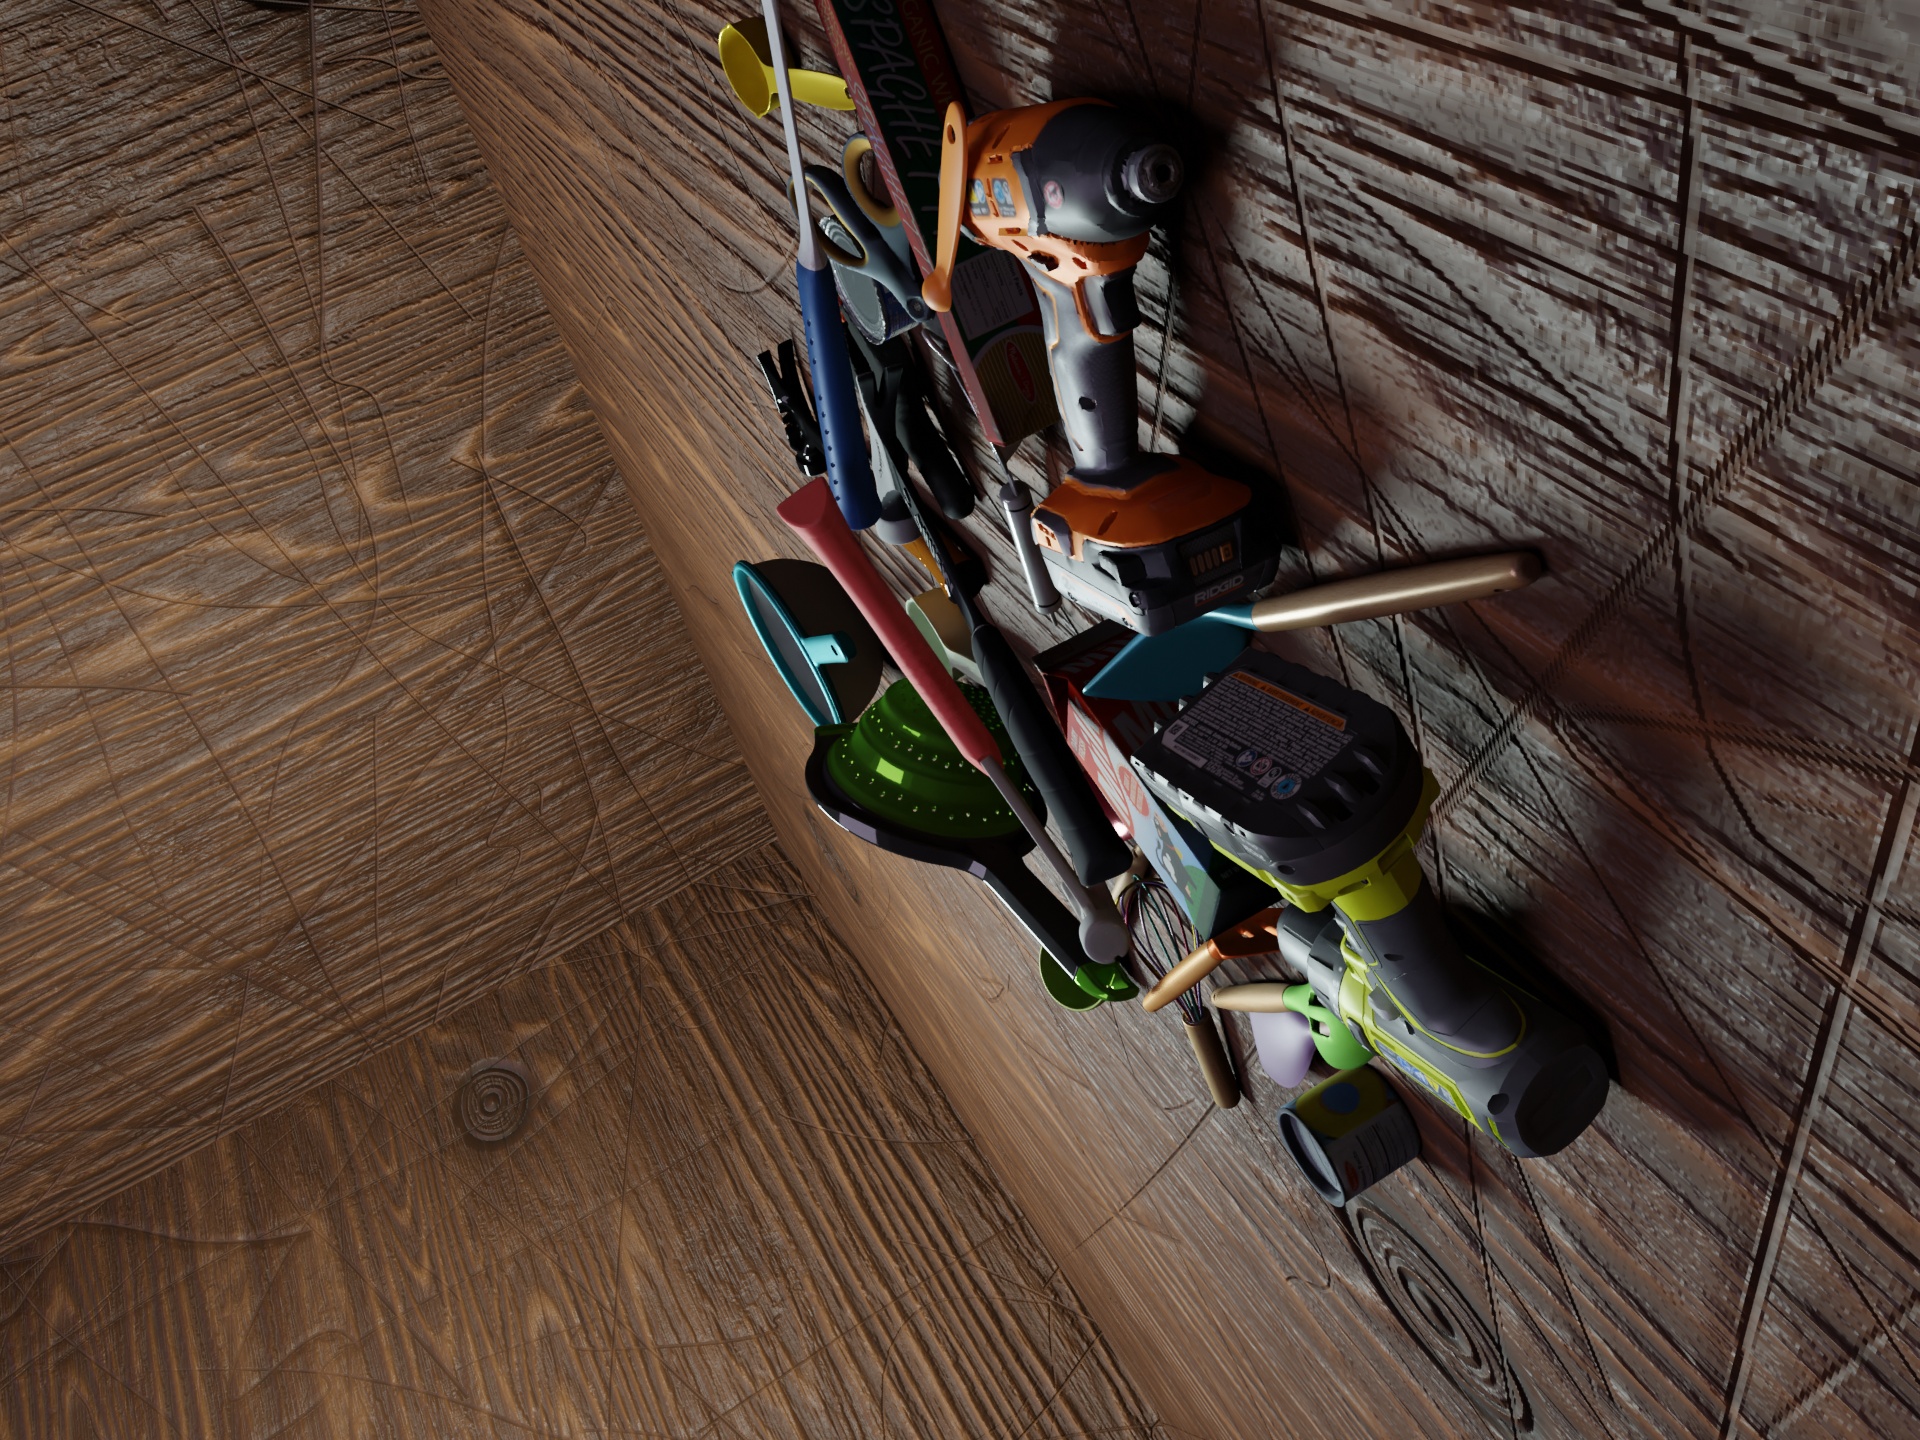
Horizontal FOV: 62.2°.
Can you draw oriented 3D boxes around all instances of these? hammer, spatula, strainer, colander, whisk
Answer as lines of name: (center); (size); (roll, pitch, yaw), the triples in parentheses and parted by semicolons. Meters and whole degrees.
hammer: (-0.002, -0.003, 1.046); (0.359, 0.036, 0.149); (55, -176, -14)
hammer: (-0.073, -0.194, 1.289); (0.337, 0.034, 0.127); (48, 163, 46)
hammer: (0.012, -0.060, 0.951); (0.149, 0.036, 0.409); (81, 168, -47)
spatula: (0.150, -0.038, 0.706); (0.317, 0.082, 0.044); (173, 99, -72)
strainer: (0.033, -0.144, 0.964); (0.258, 0.050, 0.087); (68, -179, -50)
spatula: (0.223, 0.186, 0.947); (0.315, 0.018, 0.060); (115, 144, -74)
colander: (0.024, 0.067, 1.240); (0.398, 0.204, 0.094); (44, 126, 45)
spatula: (0.158, 0.157, 0.999); (0.322, 0.081, 0.041); (108, 151, -68)
strainer: (-0.122, -0.088, 1.570); (0.211, 0.095, 0.340); (61, 166, -10)
whisk: (0.164, 0.203, 1.170); (0.051, 0.047, 0.244); (33, 153, 52)
hammer: (-0.086, -0.276, 0.904); (0.405, 0.035, 0.144); (83, 166, -49)

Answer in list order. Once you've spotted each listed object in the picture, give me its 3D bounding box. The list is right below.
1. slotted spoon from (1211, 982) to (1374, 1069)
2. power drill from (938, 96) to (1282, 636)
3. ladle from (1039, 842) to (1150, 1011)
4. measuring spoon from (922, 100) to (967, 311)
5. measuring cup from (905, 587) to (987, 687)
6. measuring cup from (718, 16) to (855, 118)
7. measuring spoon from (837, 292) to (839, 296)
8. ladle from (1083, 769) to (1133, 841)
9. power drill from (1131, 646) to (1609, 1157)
slotted spoon: (0.198, 0.174, 0.984); (0.313, 0.031, 0.070); (118, 160, -79)
power drill: (0.070, -0.158, 0.702); (0.164, 0.084, 0.226); (36, 147, 63)
ladle: (0.111, 0.158, 1.258); (0.078, 0.062, 0.320); (61, 165, 21)
measuring spoon: (-0.008, -0.227, 0.713); (0.116, 0.011, 0.021); (99, 147, -60)
measuring cup: (0.009, -0.058, 1.248); (0.168, 0.038, 0.083); (36, 151, 59)
measuring cup: (-0.098, -0.402, 0.989); (0.157, 0.029, 0.062); (33, 151, 42)
measuring spoon: (-0.091, -0.300, 1.128); (0.129, 0.021, 0.042); (-135, 35, -77)
ladle: (0.138, 0.079, 1.038); (0.315, 0.031, 0.069); (-162, 66, -68)
power drill: (0.173, 0.079, 0.716); (0.228, 0.080, 0.191); (52, 172, -30)
